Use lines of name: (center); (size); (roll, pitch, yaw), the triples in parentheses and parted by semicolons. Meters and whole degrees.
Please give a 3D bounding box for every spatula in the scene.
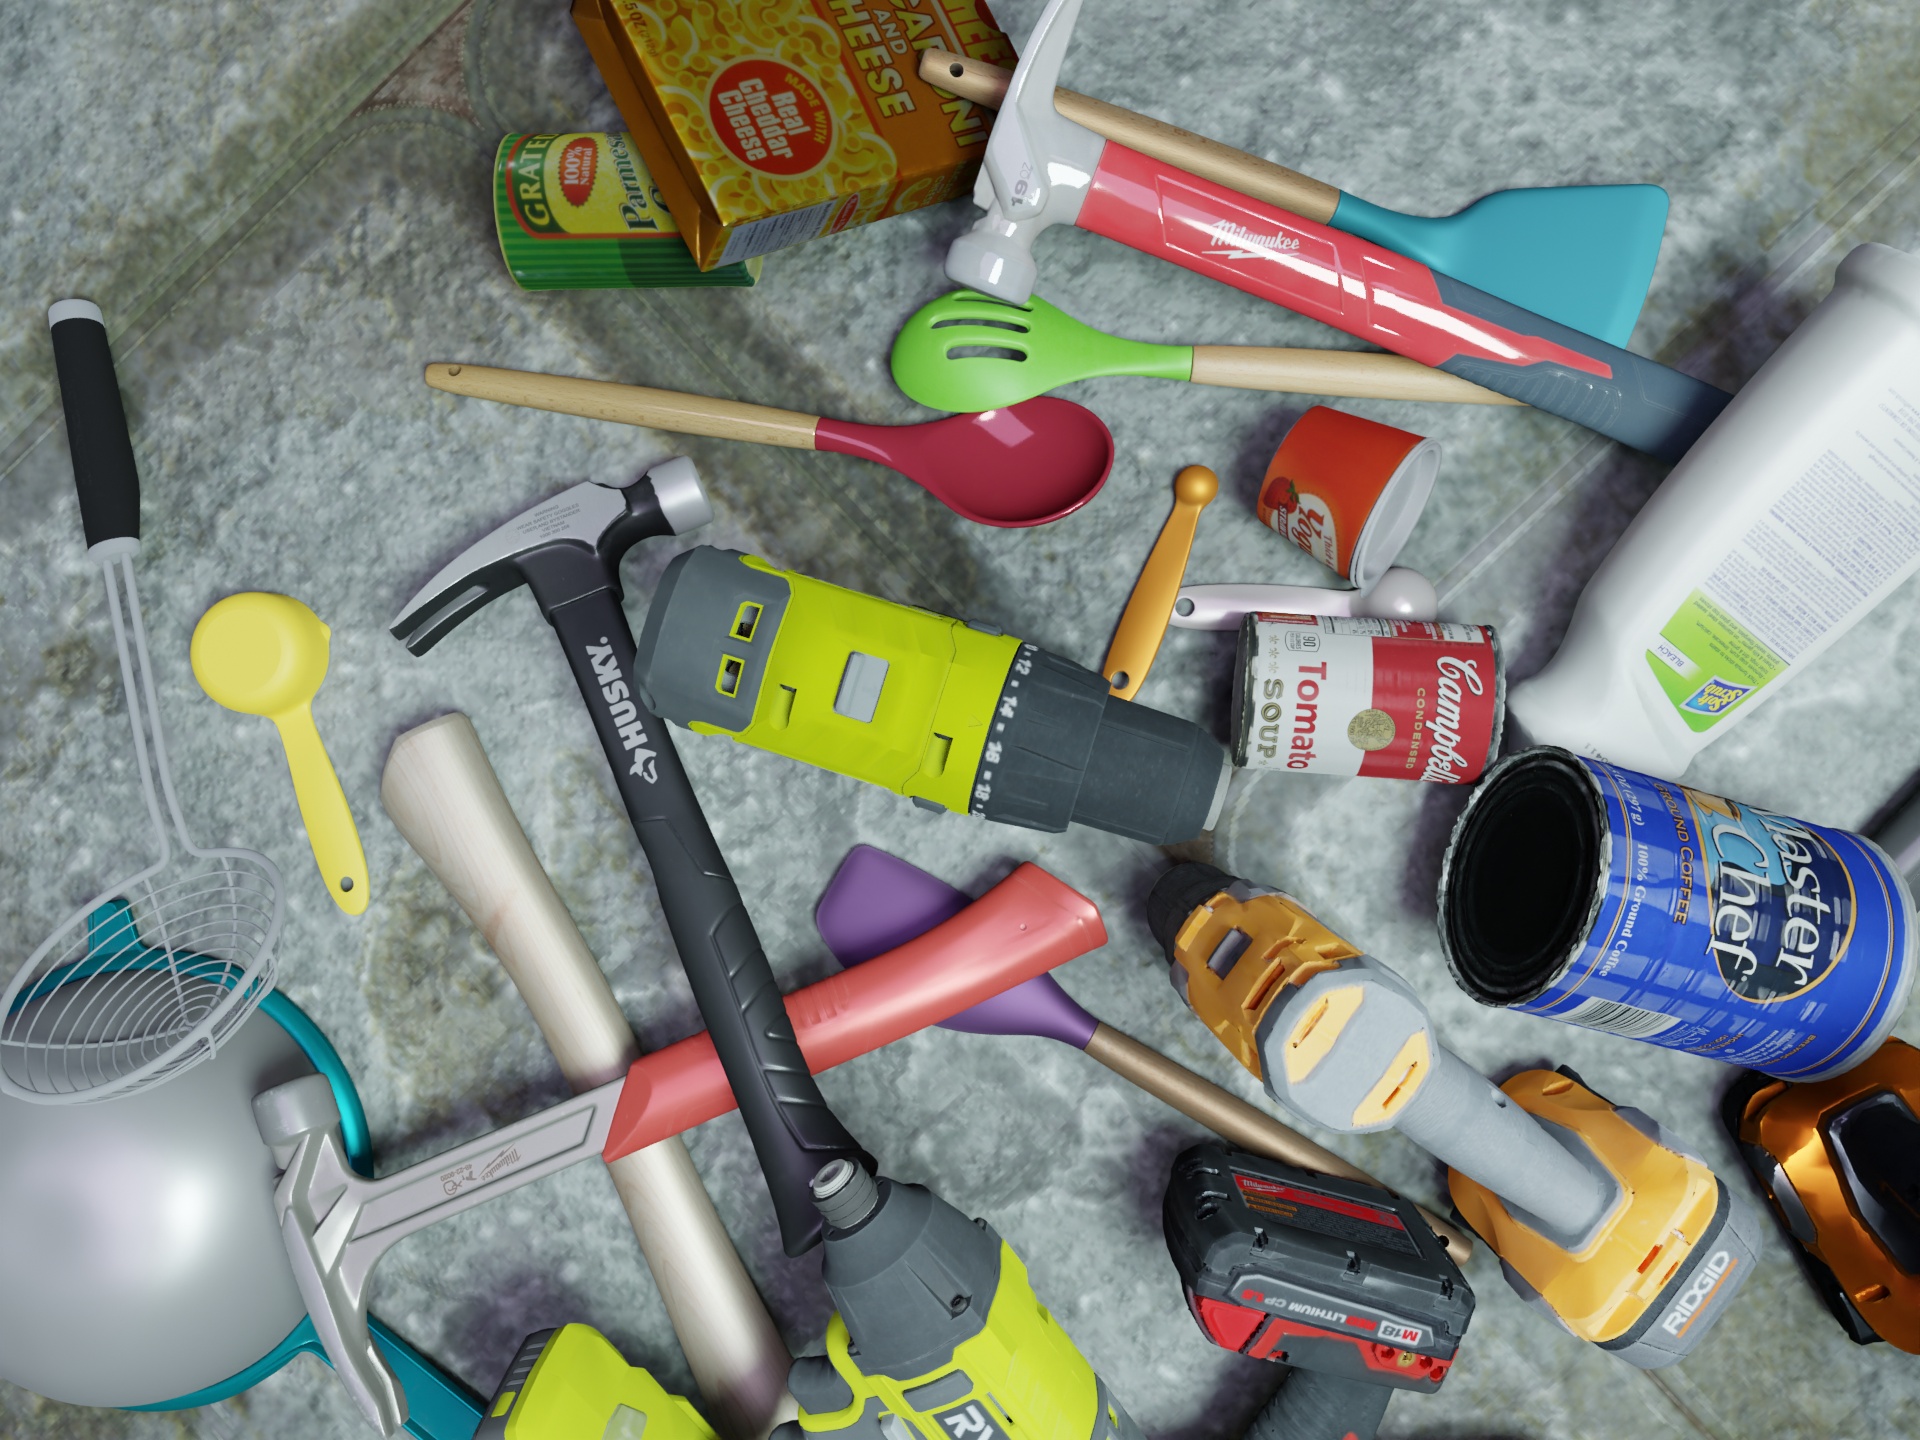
spatula: (0.078, 0.152, 0.693); (0.316, 0.018, 0.060); (29, 88, 5)
spatula: (0.136, -0.227, 0.665); (0.317, 0.044, 0.082); (15, 96, -9)

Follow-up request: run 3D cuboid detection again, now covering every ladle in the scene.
ladle: (-0.089, -0.131, 0.707); (0.315, 0.031, 0.069); (10, 64, 7)

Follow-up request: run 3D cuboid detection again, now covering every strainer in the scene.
strainer: (-0.323, 0.247, 0.684); (0.340, 0.095, 0.211); (36, 92, 6)

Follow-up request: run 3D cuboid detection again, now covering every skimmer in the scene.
skimmer: (-0.367, -0.023, 0.673); (0.127, 0.090, 0.363); (-16, 79, 7)

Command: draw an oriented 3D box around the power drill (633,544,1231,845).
power drill: (-0.001, -0.002, 0.596); (0.190, 0.228, 0.080); (17, 90, 4)

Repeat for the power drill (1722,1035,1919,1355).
power drill: (0.376, 0.203, 0.564); (0.084, 0.226, 0.164); (-29, 87, 4)

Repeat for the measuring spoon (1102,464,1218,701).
measuring spoon: (0.085, -0.058, 0.695); (0.021, 0.011, 0.117); (20, 87, 24)

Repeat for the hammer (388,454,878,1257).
hammer: (-0.121, 0.055, 0.654); (0.146, 0.035, 0.335); (-23, 73, -6)

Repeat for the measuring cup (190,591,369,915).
measuring cup: (-0.302, 0.015, 0.718); (0.062, 0.029, 0.156); (-22, 85, 4)

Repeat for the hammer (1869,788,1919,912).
hammer: (0.469, -0.017, 0.659); (0.128, 0.033, 0.331); (43, 92, 3)

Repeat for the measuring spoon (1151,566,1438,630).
measuring spoon: (0.145, -0.050, 0.692); (0.124, 0.018, 0.034); (0, 89, 5)

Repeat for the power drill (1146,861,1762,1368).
power drill: (0.176, 0.139, 0.629); (0.226, 0.185, 0.084); (35, 92, -15)

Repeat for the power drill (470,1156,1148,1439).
power drill: (-0.065, 0.258, 0.588); (0.223, 0.080, 0.171); (-29, 106, 20)

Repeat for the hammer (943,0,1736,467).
hammer: (0.197, -0.178, 0.646); (0.386, 0.038, 0.143); (20, 103, -5)

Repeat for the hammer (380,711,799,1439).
hammer: (-0.134, 0.180, 0.701); (0.146, 0.038, 0.411); (-28, 87, 2)

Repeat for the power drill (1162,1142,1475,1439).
power drill: (0.092, 0.294, 0.644); (0.188, 0.080, 0.226); (15, 100, -4)

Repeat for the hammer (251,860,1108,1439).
hammer: (-0.104, 0.158, 0.666); (0.359, 0.036, 0.149); (-22, 85, -3)

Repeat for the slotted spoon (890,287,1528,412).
slotted spoon: (0.126, -0.155, 0.689); (0.314, 0.031, 0.070); (5, 62, 1)
